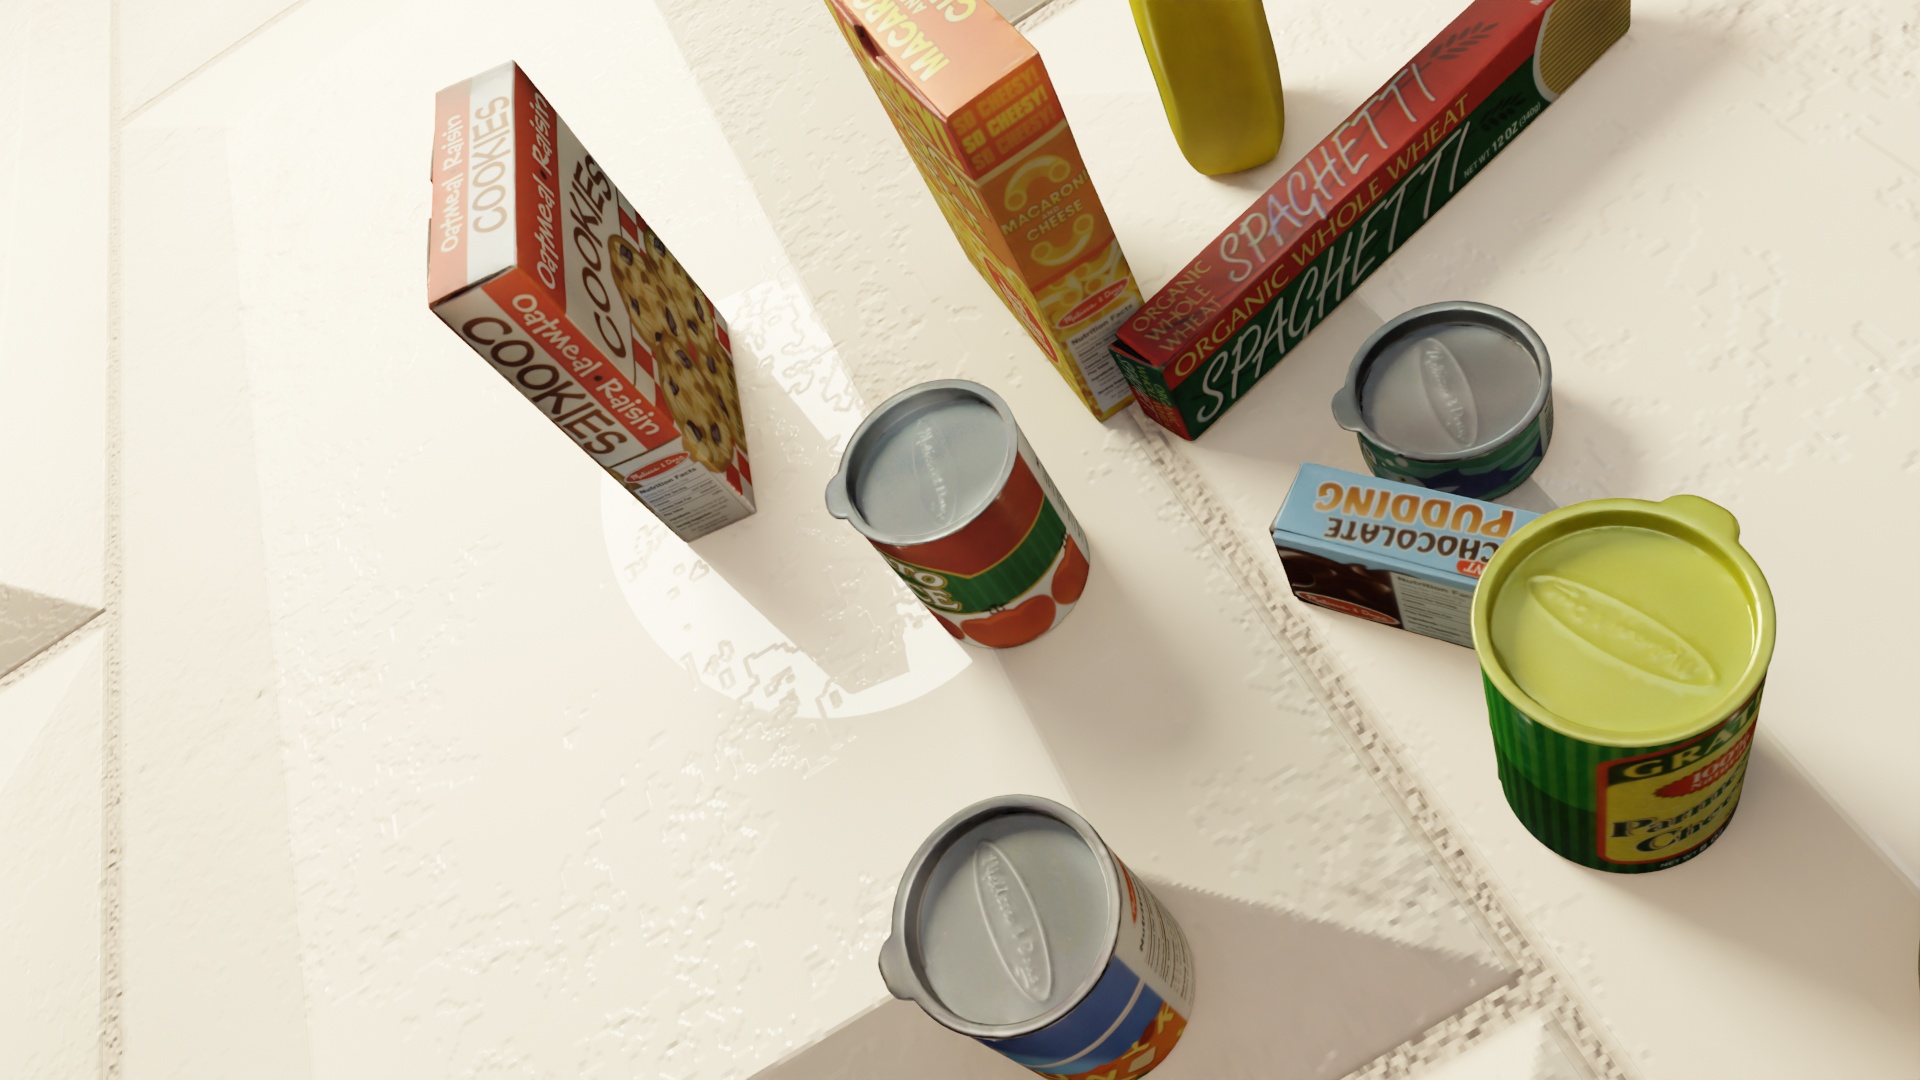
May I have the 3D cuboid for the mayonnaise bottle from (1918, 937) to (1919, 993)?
[{"bbox_3d":[0.235,0.083,0.290,0.041,0.147,0.065,-4,59,23],"label":"mayonnaise bottle"}]

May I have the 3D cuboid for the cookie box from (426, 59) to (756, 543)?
[{"bbox_3d":[-0.148,-0.093,0.570,0.040,0.167,0.123,-23,53,11],"label":"cookie box"}]

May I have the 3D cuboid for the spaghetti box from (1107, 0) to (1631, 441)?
[{"bbox_3d":[0.160,-0.138,0.528,0.250,0.050,0.029,-43,52,-5],"label":"spaghetti box"}]

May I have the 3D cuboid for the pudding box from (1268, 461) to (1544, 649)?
[{"bbox_3d":[0.146,0.007,0.443,0.084,0.049,0.030,16,68,32],"label":"pudding box"}]

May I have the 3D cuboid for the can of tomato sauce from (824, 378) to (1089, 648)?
[{"bbox_3d":[0.002,-0.006,0.498,0.071,0.083,0.071,-12,56,18],"label":"can of tomato sauce"}]

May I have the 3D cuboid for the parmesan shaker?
[{"bbox_3d":[0.178,0.041,0.372,0.071,0.102,0.071,-12,56,19],"label":"parmesan shaker"}]

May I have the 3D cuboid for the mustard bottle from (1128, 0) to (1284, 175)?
[{"bbox_3d":[0.090,-0.215,0.540,0.049,0.159,0.065,-11,56,20],"label":"mustard bottle"}]

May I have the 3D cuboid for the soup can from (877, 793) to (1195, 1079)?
[{"bbox_3d":[0.024,0.121,0.406,0.071,0.083,0.071,-12,56,18],"label":"soup can"}]

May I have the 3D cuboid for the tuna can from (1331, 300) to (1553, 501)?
[{"bbox_3d":[0.166,-0.046,0.478,0.071,0.032,0.071,-12,56,18],"label":"tuna can"}]

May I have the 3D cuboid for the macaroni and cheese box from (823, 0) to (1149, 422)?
[{"bbox_3d":[0.013,-0.136,0.522,0.040,0.166,0.124,-35,52,2],"label":"macaroni and cheese box"}]
